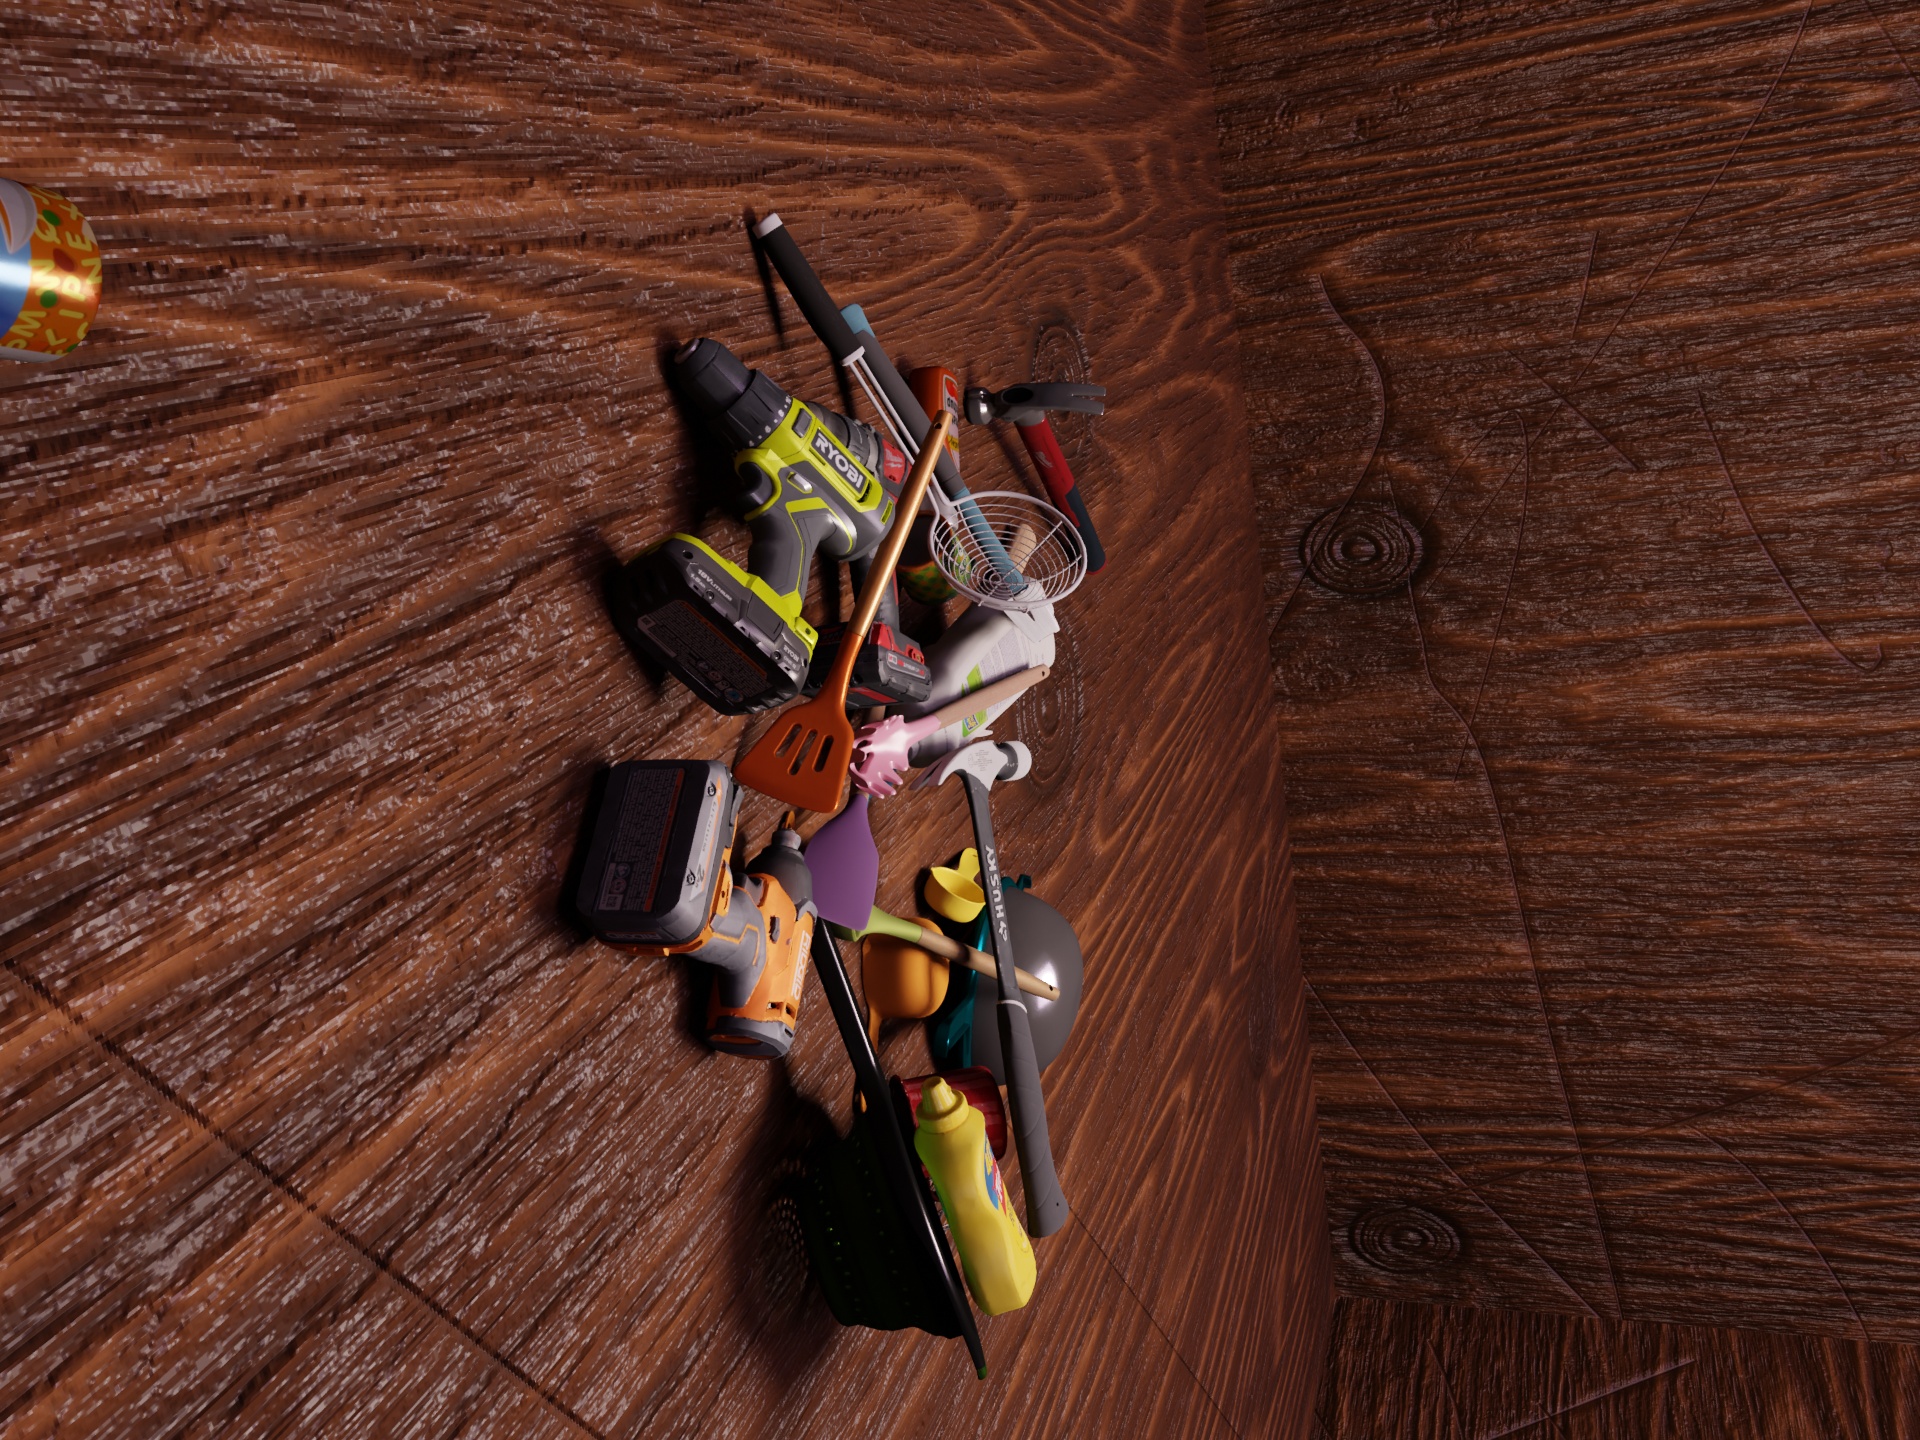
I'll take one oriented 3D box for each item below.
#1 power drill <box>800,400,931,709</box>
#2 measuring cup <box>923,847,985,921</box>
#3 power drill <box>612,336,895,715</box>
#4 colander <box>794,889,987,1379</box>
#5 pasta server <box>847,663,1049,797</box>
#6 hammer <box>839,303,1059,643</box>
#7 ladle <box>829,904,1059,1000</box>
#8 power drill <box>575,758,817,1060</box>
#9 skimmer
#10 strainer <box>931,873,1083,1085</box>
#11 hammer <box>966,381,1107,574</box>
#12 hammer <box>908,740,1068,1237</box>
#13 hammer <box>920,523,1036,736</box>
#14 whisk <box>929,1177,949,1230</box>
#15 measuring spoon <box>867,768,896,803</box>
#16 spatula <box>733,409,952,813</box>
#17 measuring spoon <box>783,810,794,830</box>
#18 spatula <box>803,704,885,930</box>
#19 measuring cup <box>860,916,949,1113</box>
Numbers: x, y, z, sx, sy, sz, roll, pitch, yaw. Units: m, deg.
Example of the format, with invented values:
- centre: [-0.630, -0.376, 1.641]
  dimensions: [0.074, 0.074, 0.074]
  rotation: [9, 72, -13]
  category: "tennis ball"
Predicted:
- centre: [-0.089, -0.133, 1.264]
  dimensions: [0.187, 0.080, 0.227]
  rotation: [24, 63, -67]
  category: "power drill"
- centre: [0.000, 0.153, 1.513]
  dimensions: [0.029, 0.062, 0.156]
  rotation: [-60, 178, 13]
  category: "measuring cup"
- centre: [-0.146, -0.136, 1.075]
  dimensions: [0.190, 0.080, 0.229]
  rotation: [44, 43, -28]
  category: "power drill"
- centre: [-0.092, 0.304, 1.180]
  dimensions: [0.204, 0.094, 0.397]
  rotation: [177, -107, -85]
  category: "colander"
- centre: [-0.002, -0.004, 1.338]
  dimensions: [0.316, 0.040, 0.060]
  rotation: [-26, 115, -53]
  category: "pasta server"
- centre: [-0.011, -0.207, 1.361]
  dimensions: [0.331, 0.033, 0.128]
  rotation: [57, 8, -12]
  category: "hammer"
- centre: [-0.010, 0.181, 1.319]
  dimensions: [0.319, 0.062, 0.078]
  rotation: [30, 43, -41]
  category: "ladle"
- centre: [-0.158, 0.111, 1.048]
  dimensions: [0.226, 0.084, 0.164]
  rotation: [62, 31, -55]
  category: "power drill"
- centre: [-0.034, -0.240, 1.235]
  dimensions: [0.127, 0.090, 0.363]
  rotation: [-46, 110, -35]
  category: "skimmer"
- centre: [0.053, 0.264, 1.470]
  dimensions: [0.340, 0.095, 0.211]
  rotation: [-12, 110, -77]
  category: "strainer"
- centre: [0.127, -0.261, 1.775]
  dimensions: [0.386, 0.143, 0.038]
  rotation: [51, 44, -63]
  category: "hammer"
- centre: [0.038, 0.220, 1.320]
  dimensions: [0.149, 0.036, 0.409]
  rotation: [-2, 81, -56]
  category: "hammer"
- centre: [0.028, -0.101, 1.621]
  dimensions: [0.331, 0.031, 0.130]
  rotation: [-67, 147, -49]
  category: "hammer"
- centre: [-0.004, 0.404, 1.455]
  dimensions: [0.239, 0.055, 0.055]
  rotation: [-35, 120, -71]
  category: "whisk"
- centre: [-0.076, 0.072, 1.339]
  dimensions: [0.129, 0.021, 0.042]
  rotation: [-73, 152, -45]
  category: "measuring spoon"
- centre: [-0.070, -0.088, 1.179]
  dimensions: [0.041, 0.081, 0.323]
  rotation: [70, 41, -79]
  category: "spatula"
- centre: [-0.139, 0.119, 1.193]
  dimensions: [0.021, 0.011, 0.117]
  rotation: [70, 23, -54]
  category: "measuring spoon"
- centre: [-0.081, 0.046, 1.266]
  dimensions: [0.018, 0.059, 0.316]
  rotation: [-58, -165, 36]
  category: "spatula"
- centre: [-0.049, 0.248, 1.344]
  dimensions: [0.095, 0.052, 0.174]
  rotation: [58, 33, -52]
  category: "measuring cup"
